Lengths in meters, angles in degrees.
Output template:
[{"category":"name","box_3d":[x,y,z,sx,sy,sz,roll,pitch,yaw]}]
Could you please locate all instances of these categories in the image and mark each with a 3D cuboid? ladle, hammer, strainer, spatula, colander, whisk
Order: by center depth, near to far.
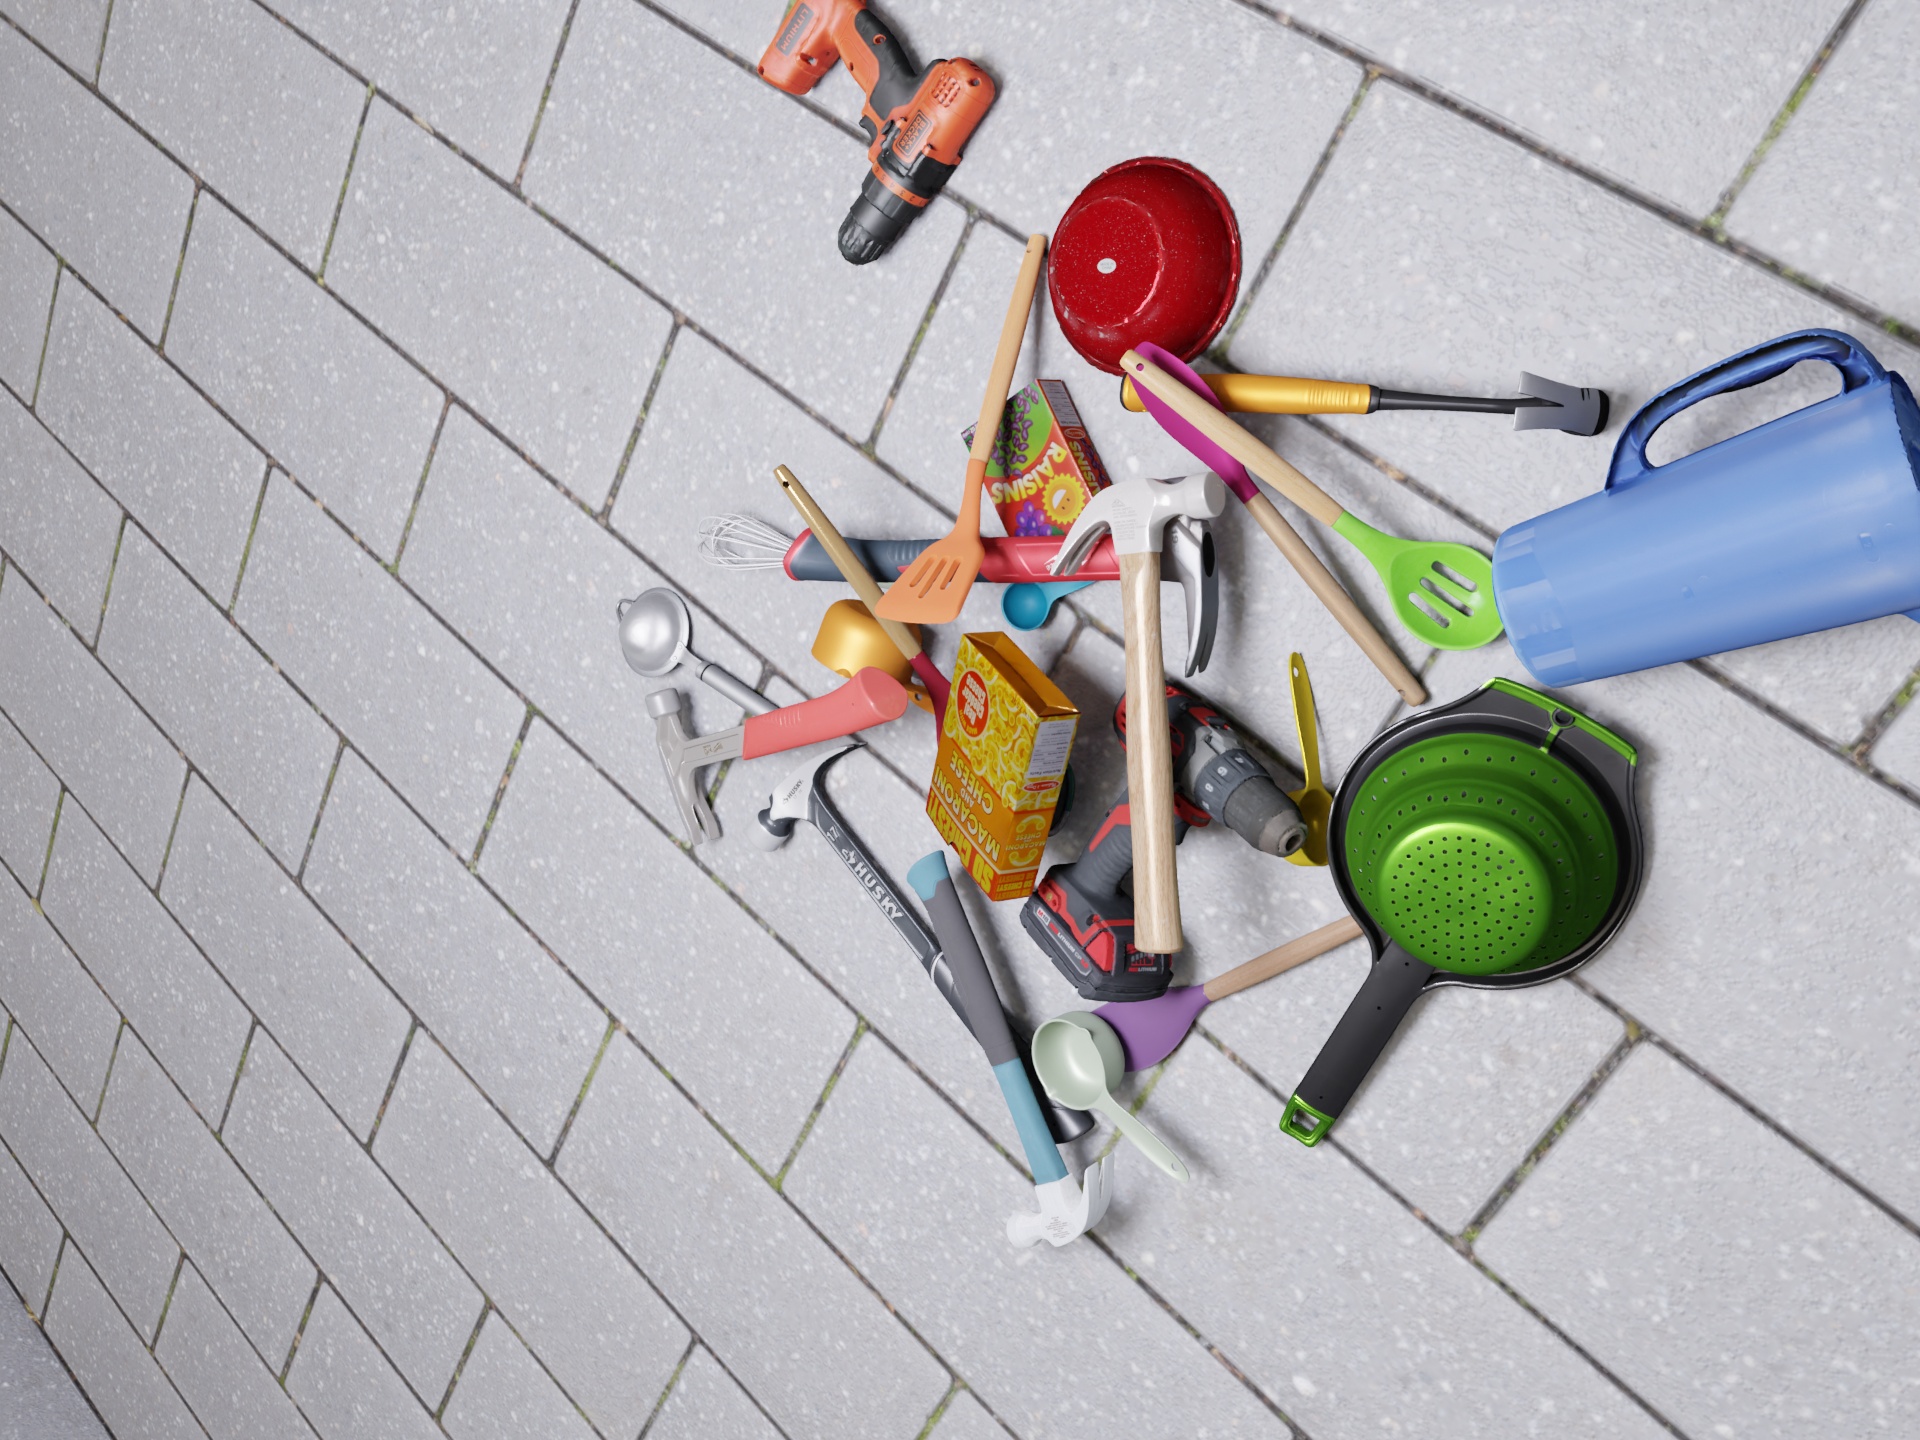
[{"category":"hammer","box_3d":[0.248,-0.217,1.074,0.337,0.127,0.034,12,103,39]},{"category":"colander","box_3d":[0.307,0.165,1.082,0.204,0.094,0.397,30,119,13]},{"category":"hammer","box_3d":[0.129,-0.003,1.118,0.130,0.031,0.331,-2,91,38]},{"category":"spatula","box_3d":[0.015,-0.222,1.203,0.081,0.041,0.323,9,81,39]},{"category":"spatula","box_3d":[0.211,0.201,1.217,0.316,0.018,0.060,-34,77,35]},{"category":"hammer","box_3d":[0.019,-0.110,1.240,0.386,0.038,0.143,3,102,35]},{"category":"ladle","box_3d":[-0.052,-0.072,1.270,0.069,0.031,0.315,-32,100,23]},{"category":"hammer","box_3d":[0.030,0.265,1.296,0.128,0.033,0.331,-29,81,46]},{"category":"hammer","box_3d":[-0.160,0.020,1.363,0.359,0.036,0.149,-13,96,51]},{"category":"hammer","box_3d":[-0.026,0.194,1.372,0.409,0.036,0.149,49,120,17]},{"category":"whisk","box_3d":[-0.133,-0.141,1.387,0.246,0.058,0.059,14,140,29]},{"category":"strainer","box_3d":[-0.244,-0.051,1.479,0.259,0.050,0.087,32,103,23]}]

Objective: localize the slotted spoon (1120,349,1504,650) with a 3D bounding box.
[{"category":"slotted spoon","box_3d":[0.237,-0.155,1.080,0.314,0.031,0.070,37,99,2]}]

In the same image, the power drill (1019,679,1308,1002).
[{"category":"power drill","box_3d":[0.152,0.103,1.180,0.188,0.080,0.226,46,120,45]}]

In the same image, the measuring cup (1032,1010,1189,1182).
[{"category":"measuring cup","box_3d":[0.128,0.298,1.263,0.168,0.038,0.083,42,128,26]}]

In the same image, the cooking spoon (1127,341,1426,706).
[{"category":"cooking spoon","box_3d":[0.221,-0.136,1.116,0.319,0.017,0.068,51,155,2]}]

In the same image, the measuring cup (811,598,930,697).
[{"category":"measuring cup","box_3d":[-0.037,-0.052,1.321,0.173,0.095,0.052,21,105,11]}]

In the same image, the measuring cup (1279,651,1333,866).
[{"category":"measuring cup","box_3d":[0.243,0.029,1.154,0.029,0.062,0.156,-14,79,47]}]

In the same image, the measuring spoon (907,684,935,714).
[{"category":"measuring spoon","box_3d":[-0.002,-0.004,1.335,0.117,0.011,0.021,25,111,29]}]

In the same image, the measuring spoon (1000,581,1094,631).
[{"category":"measuring spoon","box_3d":[0.090,-0.111,1.255,0.128,0.021,0.042,-27,85,25]}]
